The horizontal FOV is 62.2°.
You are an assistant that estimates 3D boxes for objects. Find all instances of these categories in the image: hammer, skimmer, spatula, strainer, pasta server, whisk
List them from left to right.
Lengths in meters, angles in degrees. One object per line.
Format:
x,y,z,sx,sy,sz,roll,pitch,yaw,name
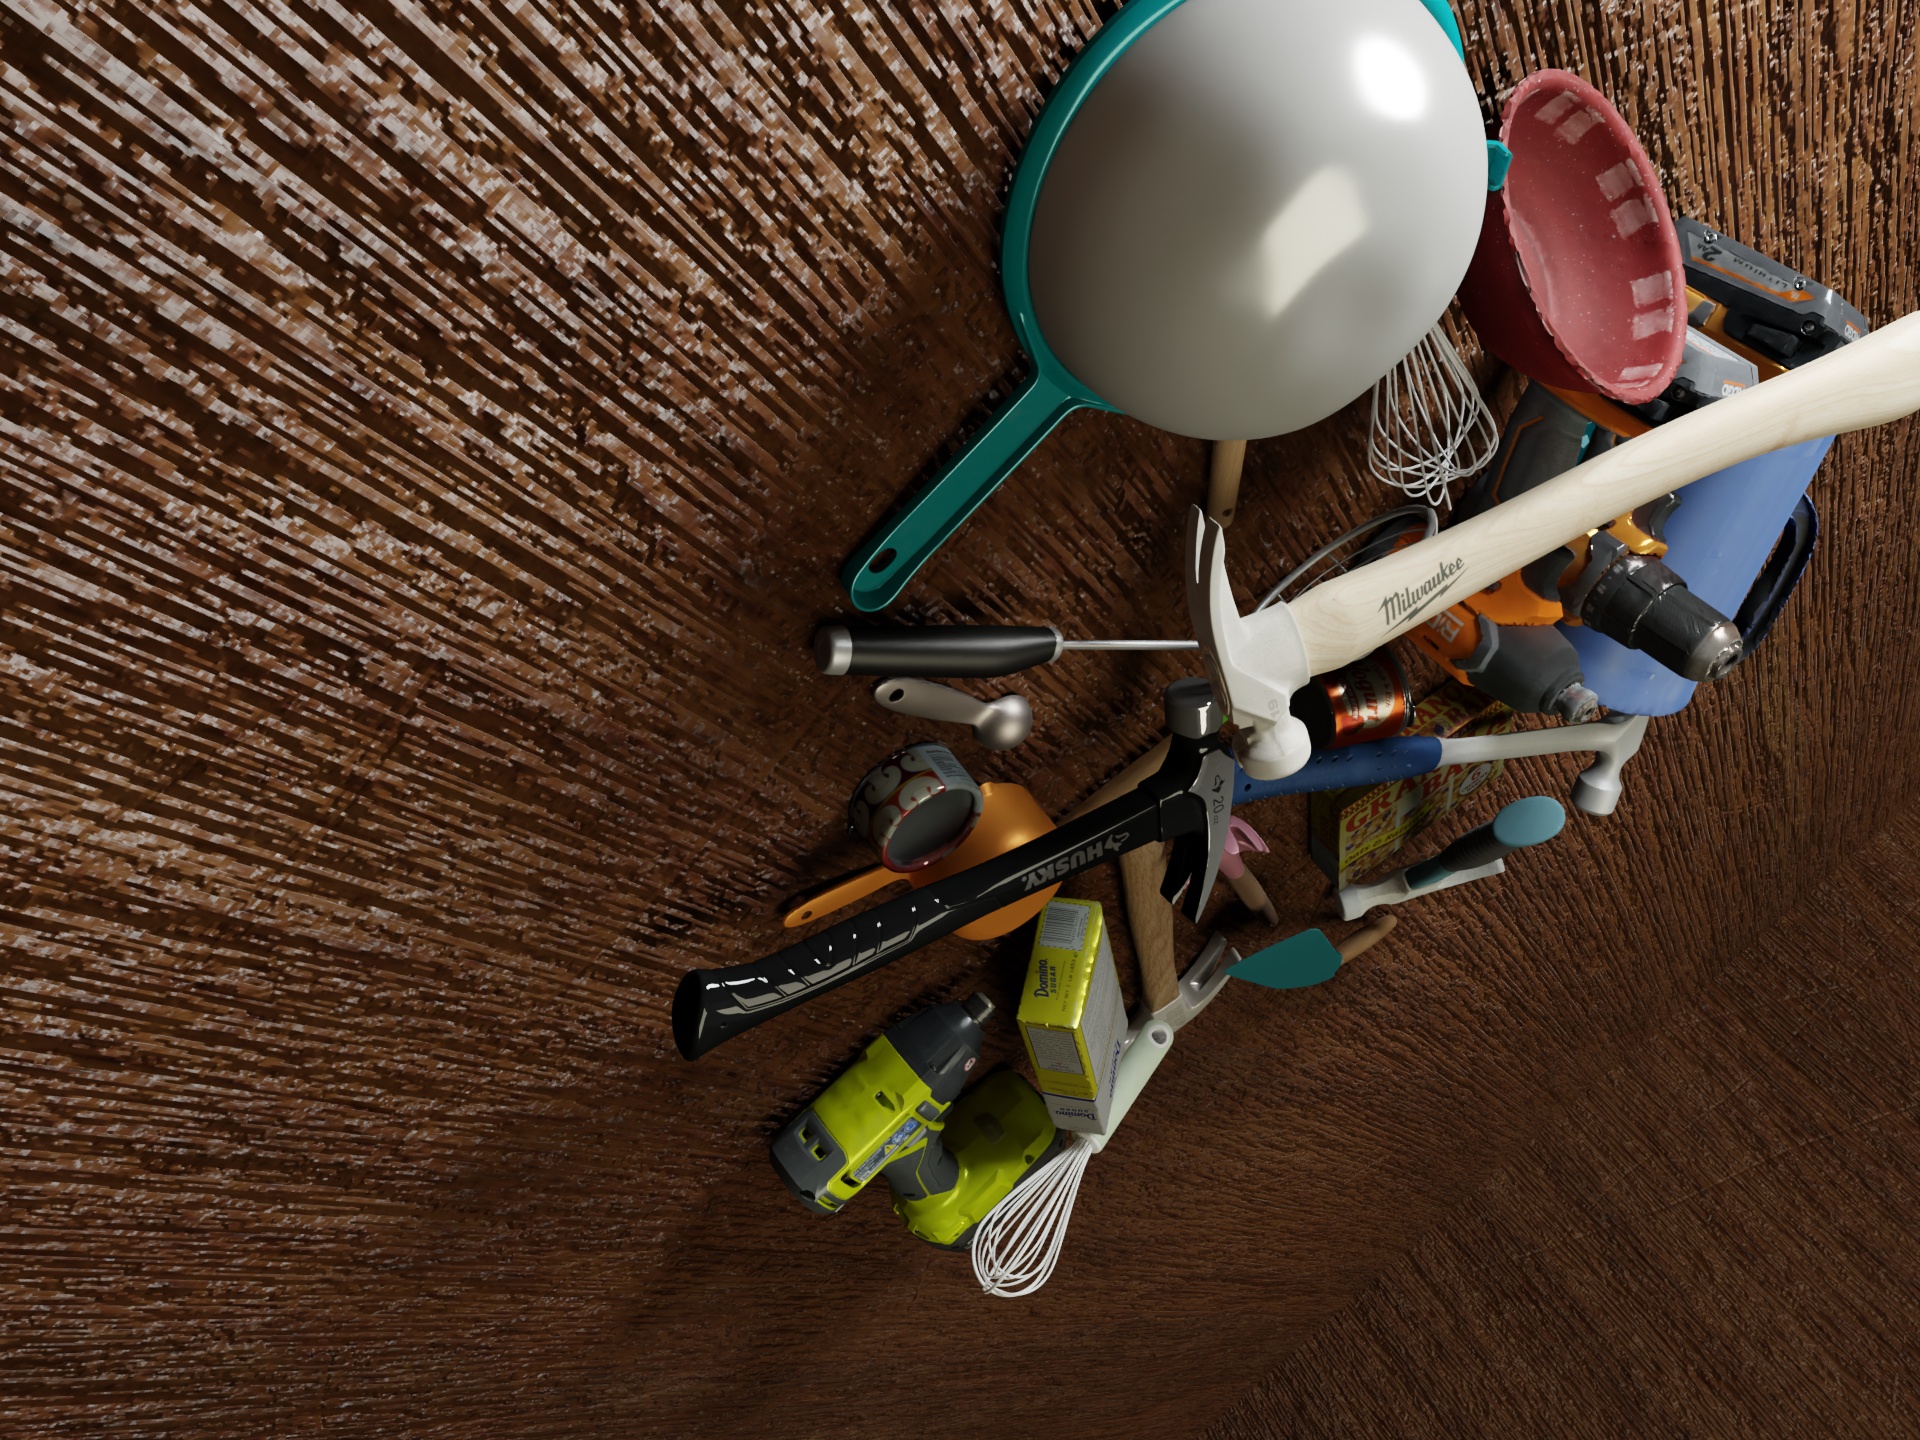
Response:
0.004,0.097,0.843,0.334,0.035,0.146,-22,126,-22,hammer
0.085,0.306,1.131,0.246,0.058,0.059,-48,175,-34,whisk
0.092,-0.068,0.809,0.363,0.090,0.127,-2,173,-29,skimmer
0.139,0.149,1.133,0.130,0.031,0.331,-33,147,-12,hammer
0.084,-0.143,0.641,0.340,0.095,0.210,-44,141,16,strainer
0.202,0.118,1.130,0.060,0.040,0.316,-25,156,10,pasta server
0.312,0.182,1.315,0.082,0.044,0.317,-32,168,27,spatula
0.217,-0.196,0.777,0.070,0.070,0.284,-40,143,0,whisk
0.340,0.017,1.115,0.405,0.035,0.144,-5,120,-29,hammer
0.370,0.101,1.176,0.128,0.033,0.331,-17,167,-2,hammer
0.304,-0.116,0.783,0.410,0.038,0.146,-25,122,-5,hammer

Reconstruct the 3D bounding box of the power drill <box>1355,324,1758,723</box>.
0.338,-0.117,0.894,0.084,0.164,0.226,-3,130,-41,power drill

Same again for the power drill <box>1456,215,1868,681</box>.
0.419,-0.150,0.921,0.084,0.186,0.226,4,124,-46,power drill

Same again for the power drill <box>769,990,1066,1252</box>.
-0.014,0.277,1.091,0.171,0.080,0.223,-43,145,-4,power drill

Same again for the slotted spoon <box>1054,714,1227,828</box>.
0.122,0.023,0.968,0.314,0.031,0.070,-38,164,1,slotted spoon

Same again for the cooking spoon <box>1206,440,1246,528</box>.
0.130,-0.200,0.711,0.068,0.017,0.318,-19,145,-11,cooking spoon

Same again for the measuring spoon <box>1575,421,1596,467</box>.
0.378,-0.148,1.035,0.042,0.021,0.128,32,120,-17,measuring spoon

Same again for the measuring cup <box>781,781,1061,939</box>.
-0.014,0.097,0.892,0.173,0.052,0.095,-20,143,-32,measuring cup

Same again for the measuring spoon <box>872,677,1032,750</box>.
-0.001,-0.003,0.818,0.124,0.018,0.034,14,120,-51,measuring spoon
